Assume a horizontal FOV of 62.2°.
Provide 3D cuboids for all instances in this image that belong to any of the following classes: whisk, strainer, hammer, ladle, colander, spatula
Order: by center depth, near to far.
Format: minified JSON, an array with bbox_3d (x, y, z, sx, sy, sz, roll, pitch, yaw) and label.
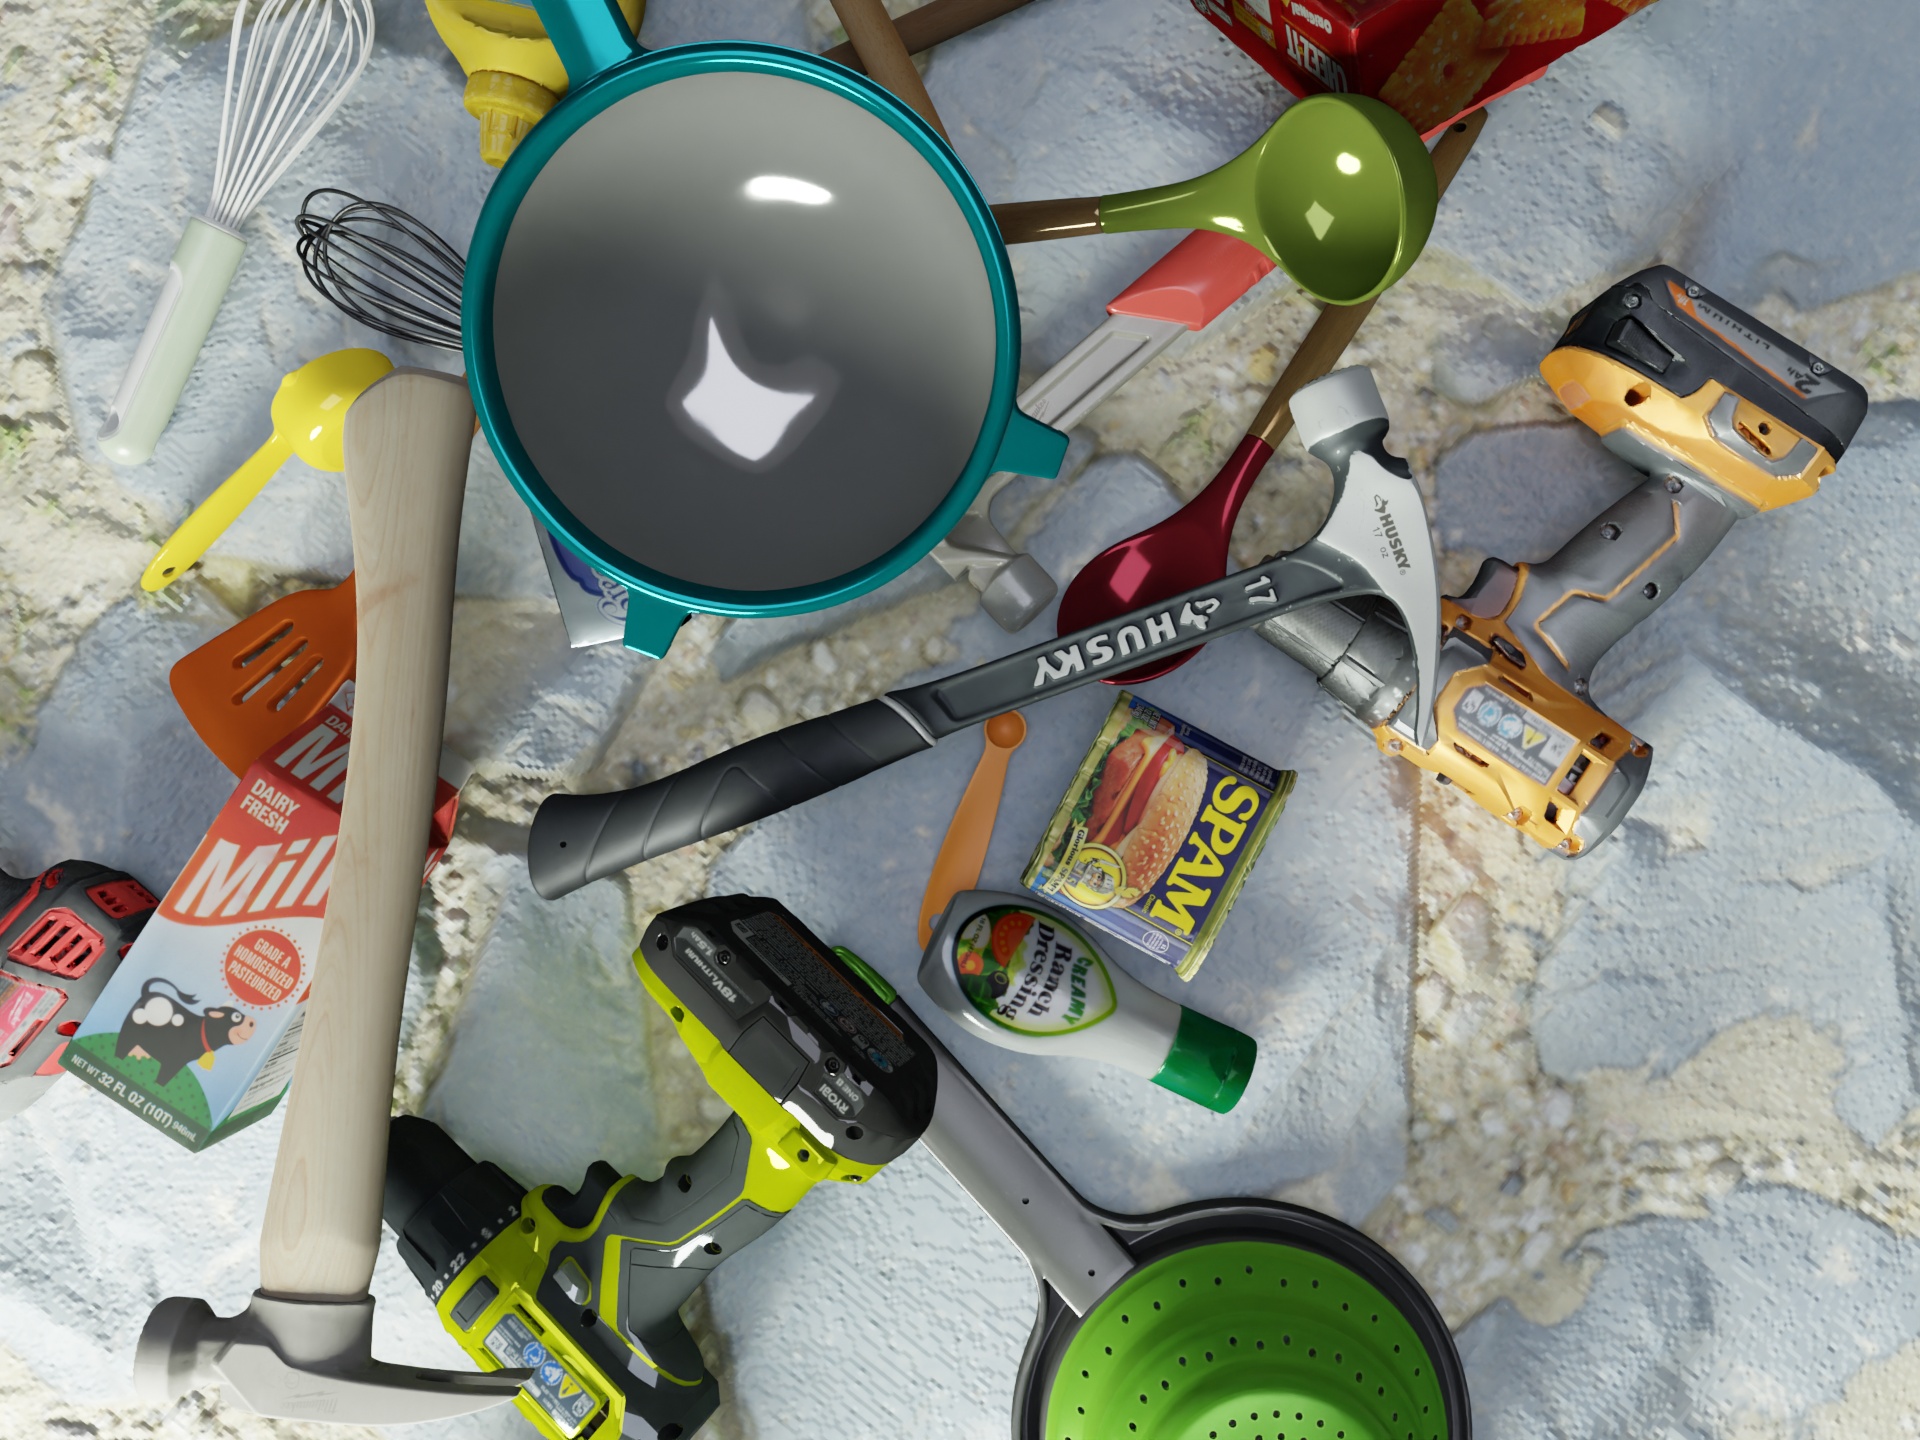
[{"bbox_3d":[-0.108,-0.209,0.620,0.211,0.095,0.340,-24,103,9],"label":"strainer"},{"bbox_3d":[-0.223,0.066,0.632,0.146,0.038,0.411,6,86,-2],"label":"hammer"},{"bbox_3d":[0.030,-0.202,0.651,0.320,0.062,0.078,1,119,22],"label":"ladle"},{"bbox_3d":[-0.001,-0.002,0.664,0.409,0.036,0.149,-20,84,13],"label":"hammer"},{"bbox_3d":[0.069,0.253,0.666,0.204,0.094,0.397,-43,89,0],"label":"colander"},{"bbox_3d":[-0.232,-0.114,0.682,0.081,0.041,0.322,44,106,22],"label":"spatula"},{"bbox_3d":[0.106,-0.207,0.696,0.359,0.036,0.149,-41,86,1],"label":"hammer"},{"bbox_3d":[-0.189,-0.165,0.707,0.239,0.055,0.055,28,89,-3],"label":"whisk"},{"bbox_3d":[0.146,-0.146,0.710,0.069,0.031,0.315,32,86,25],"label":"ladle"},{"bbox_3d":[-0.328,-0.227,0.711,0.058,0.059,0.246,28,94,40],"label":"whisk"}]

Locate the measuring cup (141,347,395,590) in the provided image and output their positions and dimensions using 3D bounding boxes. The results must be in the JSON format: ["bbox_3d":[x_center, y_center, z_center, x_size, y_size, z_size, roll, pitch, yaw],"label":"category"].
[{"bbox_3d":[-0.304,-0.102,0.705,0.156,0.062,0.029,-41,77,10],"label":"measuring cup"}]

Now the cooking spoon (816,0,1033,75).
[{"bbox_3d":[-0.043,-0.298,0.711,0.319,0.017,0.068,-26,111,-4],"label":"cooking spoon"}]

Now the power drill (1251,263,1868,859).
[{"bbox_3d":[0.247,-0.079,0.684,0.185,0.084,0.226,33,93,3],"label":"power drill"}]

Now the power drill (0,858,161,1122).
[{"bbox_3d":[-0.470,0.078,0.691,0.219,0.078,0.143,40,90,-1],"label":"power drill"}]

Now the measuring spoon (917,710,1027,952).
[{"bbox_3d":[0.004,0.050,0.717,0.021,0.011,0.117,19,92,-9],"label":"measuring spoon"}]

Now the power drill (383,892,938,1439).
[{"bbox_3d":[-0.138,0.184,0.668,0.190,0.080,0.228,42,101,11],"label":"power drill"}]

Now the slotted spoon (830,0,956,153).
[{"bbox_3d":[-0.062,-0.343,0.675,0.031,0.070,0.314,-37,72,42],"label":"slotted spoon"}]
